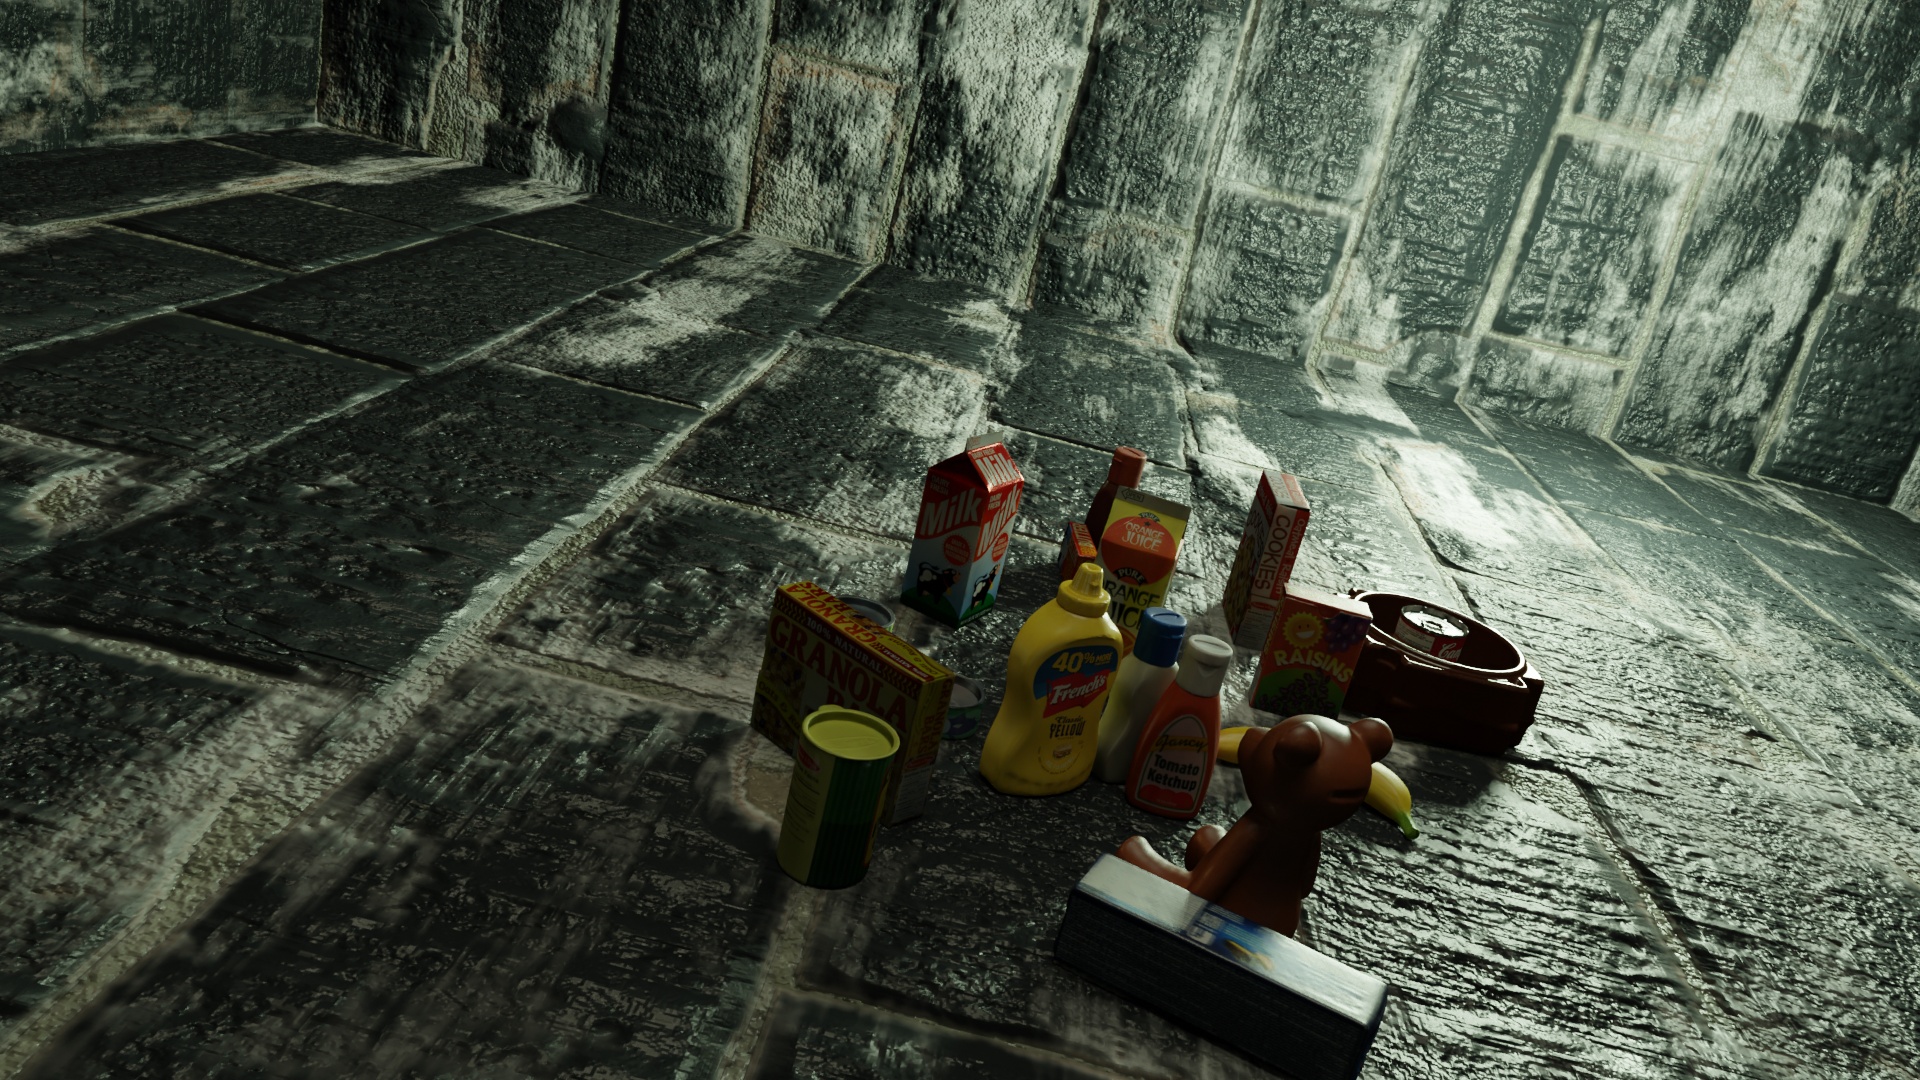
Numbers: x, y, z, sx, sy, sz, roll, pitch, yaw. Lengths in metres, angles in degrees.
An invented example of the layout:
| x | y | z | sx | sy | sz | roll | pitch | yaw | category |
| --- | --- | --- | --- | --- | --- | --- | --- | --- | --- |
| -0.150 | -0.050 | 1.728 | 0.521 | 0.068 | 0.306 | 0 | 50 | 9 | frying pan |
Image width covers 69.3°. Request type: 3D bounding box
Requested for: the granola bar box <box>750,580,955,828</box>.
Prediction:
| x | y | z | sx | sy | sz | roll | pitch | yaw | category |
| --- | --- | --- | --- | --- | --- | --- | --- | --- | --- |
| -0.086 | 0.121 | 1.054 | 0.166 | 0.123 | 0.039 | 29 | 25 | 36 | granola bar box |

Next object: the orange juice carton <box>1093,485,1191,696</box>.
| x | y | z | sx | sy | sz | roll | pitch | yaw | category |
| --- | --- | --- | --- | --- | --- | --- | --- | --- | --- |
| 0.158 | 0.046 | 1.305 | 0.072 | 0.191 | 0.073 | 17 | 20 | 10 | orange juice carton |

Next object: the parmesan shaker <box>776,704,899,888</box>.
| x | y | z | sx | sy | sz | roll | pitch | yaw | category |
| --- | --- | --- | --- | --- | --- | --- | --- | --- | --- |
| -0.085 | 0.174 | 0.946 | 0.071 | 0.102 | 0.071 | 12 | 20 | -4 | parmesan shaker |

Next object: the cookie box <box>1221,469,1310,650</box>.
| x | y | z | sx | sy | sz | roll | pitch | yaw | category |
| --- | --- | --- | --- | --- | --- | --- | --- | --- | --- |
| 0.334 | 0.020 | 1.520 | 0.040 | 0.166 | 0.123 | 13 | 20 | 0 | cookie box |

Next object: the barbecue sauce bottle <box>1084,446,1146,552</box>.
| x | y | z | sx | sy | sz | roll | pitch | yaw | category |
| --- | --- | --- | --- | --- | --- | --- | --- | --- | --- |
| 0.175 | -0.032 | 1.584 | 0.044 | 0.148 | 0.065 | -3 | 26 | -39 | barbecue sauce bottle |

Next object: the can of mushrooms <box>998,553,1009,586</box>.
| x | y | z | sx | sy | sz | roll | pitch | yaw | category |
| --- | --- | --- | --- | --- | --- | --- | --- | --- | --- |
| 0.018 | 0.026 | 1.498 | 0.071 | 0.033 | 0.071 | 12 | 20 | -4 | can of mushrooms |

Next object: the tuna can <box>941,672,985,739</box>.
| x | y | z | sx | sy | sz | roll | pitch | yaw | category |
| --- | --- | --- | --- | --- | --- | --- | --- | --- | --- |
| -0.012 | 0.139 | 1.183 | 0.071 | 0.032 | 0.071 | 12 | 20 | -4 | tuna can |

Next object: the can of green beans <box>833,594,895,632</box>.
| x | y | z | sx | sy | sz | roll | pitch | yaw | category |
| --- | --- | --- | --- | --- | --- | --- | --- | --- | --- |
| -0.096 | 0.088 | 1.229 | 0.071 | 0.057 | 0.071 | 12 | 20 | -4 | can of green beans |

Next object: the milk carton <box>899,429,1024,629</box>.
| x | y | z | sx | sy | sz | roll | pitch | yaw | category |
| --- | --- | --- | --- | --- | --- | --- | --- | --- | --- |
| 0.005 | -0.017 | 1.379 | 0.073 | 0.189 | 0.072 | 23 | 22 | 26 | milk carton |

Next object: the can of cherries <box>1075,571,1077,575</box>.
| x | y | z | sx | sy | sz | roll | pitch | yaw | category |
| --- | --- | --- | --- | --- | --- | --- | --- | --- | --- |
| 0.143 | 0.069 | 1.427 | 0.071 | 0.058 | 0.072 | 12 | 20 | -4 | can of cherries |

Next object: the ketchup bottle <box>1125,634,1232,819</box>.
| x | y | z | sx | sy | sz | roll | pitch | yaw | category |
| --- | --- | --- | --- | --- | --- | --- | --- | --- | --- |
| 0.180 | 0.148 | 1.112 | 0.065 | 0.148 | 0.044 | 14 | 20 | 2 | ketchup bottle |

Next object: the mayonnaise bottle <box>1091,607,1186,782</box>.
| x | y | z | sx | sy | sz | roll | pitch | yaw | category |
| --- | --- | --- | --- | --- | --- | --- | --- | --- | --- |
| 0.150 | 0.128 | 1.148 | 0.065 | 0.147 | 0.041 | -1 | 24 | -34 | mayonnaise bottle |

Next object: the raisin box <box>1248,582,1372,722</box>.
| x | y | z | sx | sy | sz | roll | pitch | yaw | category |
| --- | --- | --- | --- | --- | --- | --- | --- | --- | --- |
| 0.337 | 0.111 | 1.345 | 0.086 | 0.123 | 0.040 | 15 | 20 | 4 | raisin box |

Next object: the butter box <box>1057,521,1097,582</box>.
| x | y | z | sx | sy | sz | roll | pitch | yaw | category |
| --- | --- | --- | --- | --- | --- | --- | --- | --- | --- |
| 0.131 | 0.022 | 1.552 | 0.024 | 0.053 | 0.104 | 11 | 20 | -7 | butter box |
